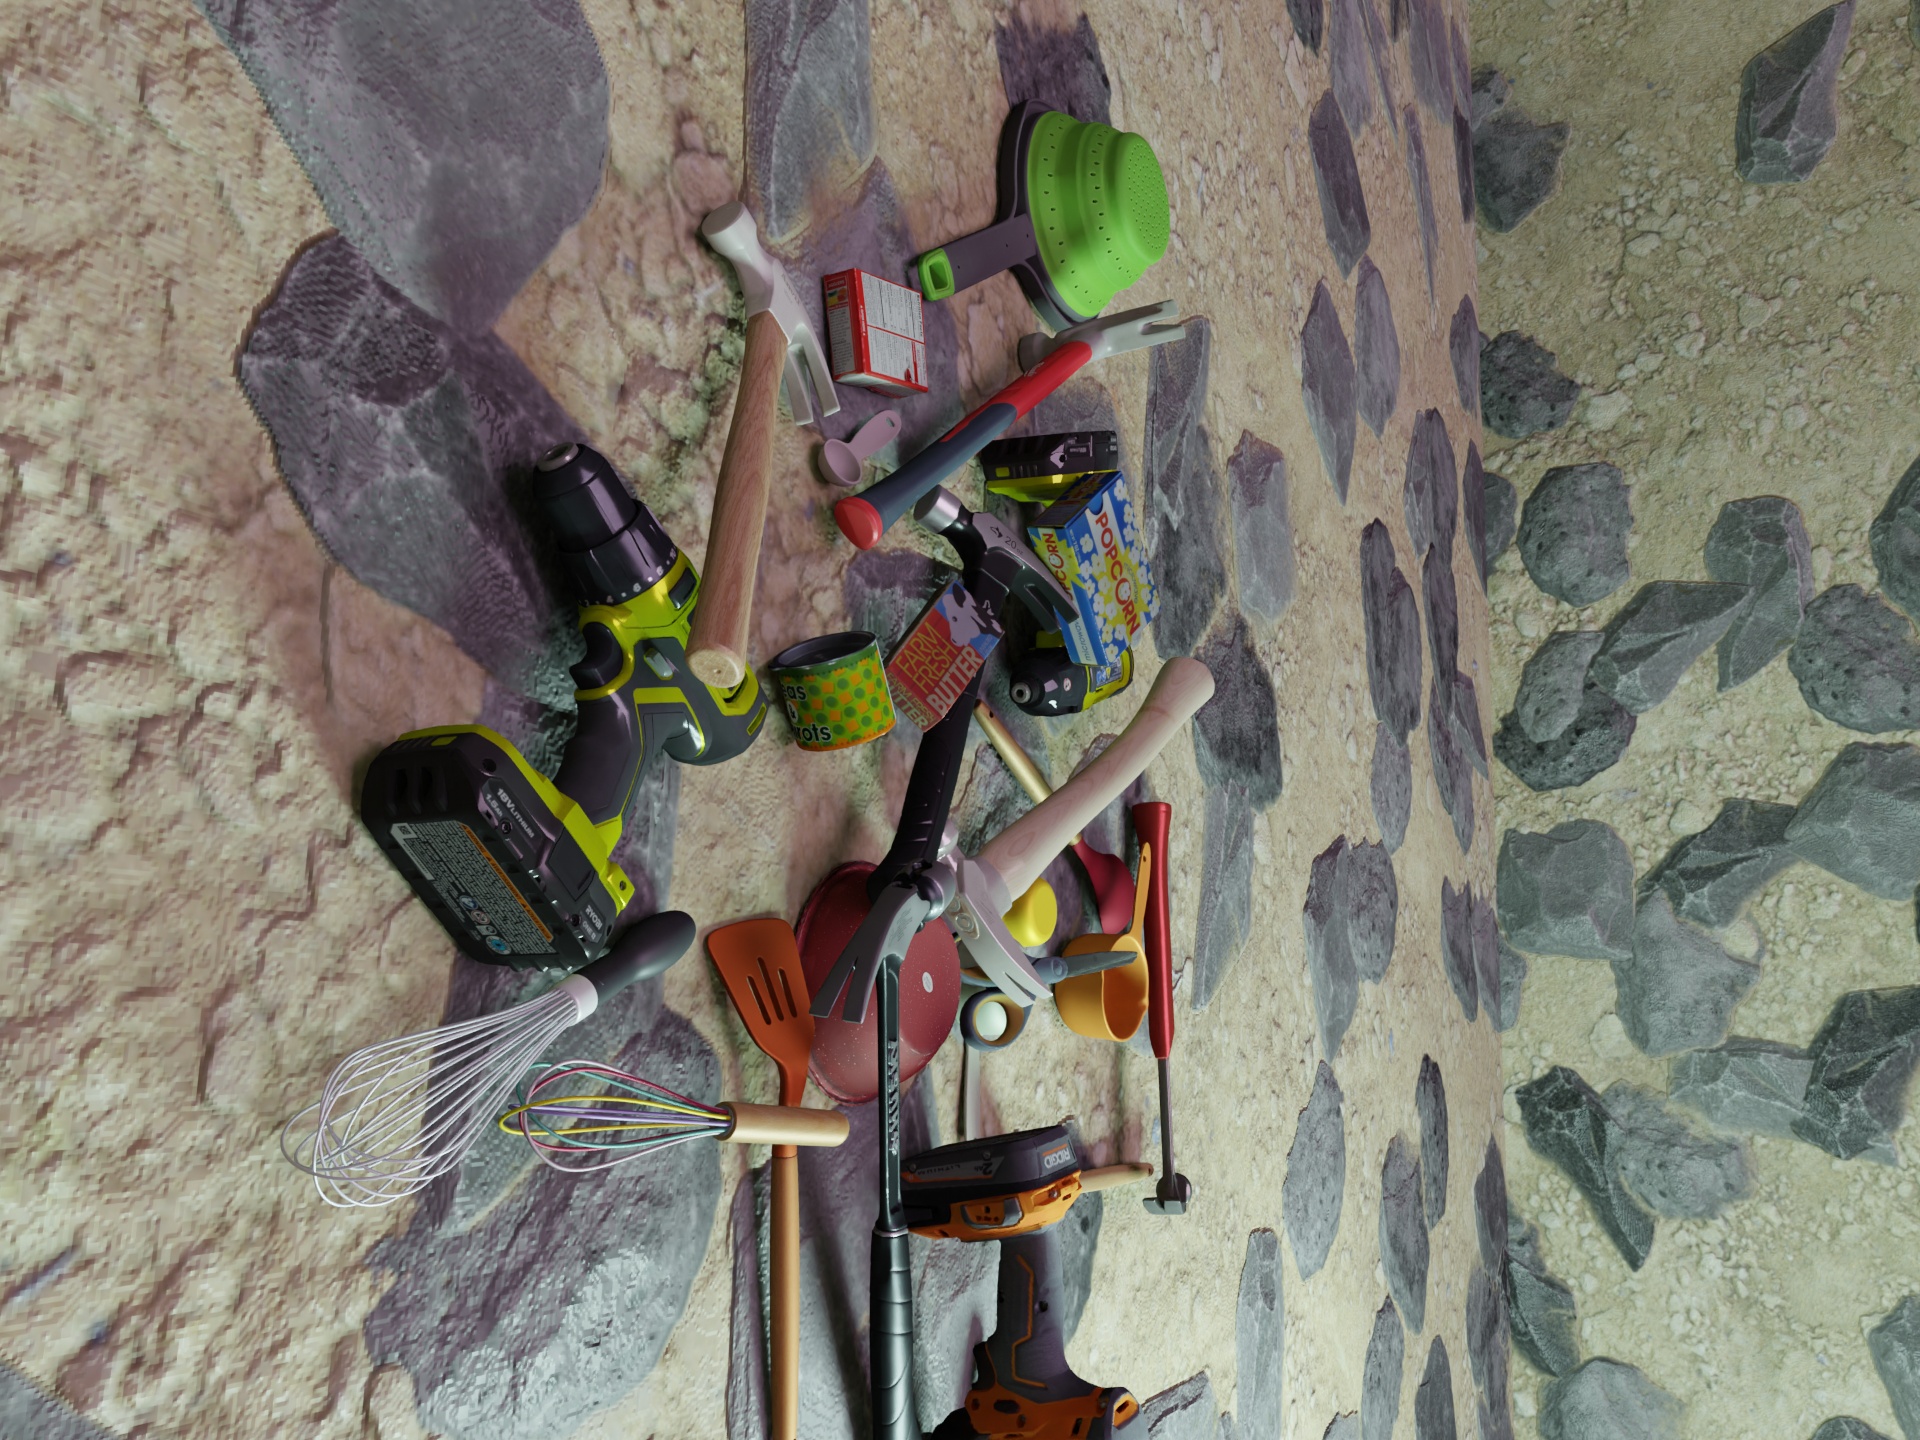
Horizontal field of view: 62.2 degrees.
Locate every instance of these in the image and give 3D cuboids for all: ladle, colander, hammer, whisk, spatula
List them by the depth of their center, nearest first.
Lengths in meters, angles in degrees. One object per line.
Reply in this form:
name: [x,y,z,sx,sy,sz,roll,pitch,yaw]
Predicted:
whisk: [-0.206,0.148,0.766,0.284,0.070,0.070,-32,114,-63]
whisk: [-0.146,0.214,0.853,0.244,0.051,0.047,22,106,-51]
hammer: [-0.119,-0.150,0.905,0.129,0.031,0.332,55,27,-44]
spatula: [-0.112,0.282,0.949,0.081,0.041,0.322,-1,92,-59]
hammer: [-0.043,0.297,0.967,0.149,0.036,0.408,-42,136,-64]
hammer: [-0.002,-0.003,1.093,0.146,0.035,0.335,35,50,-25]
hammer: [0.034,-0.224,1.172,0.386,0.143,0.038,-47,122,-47]
hammer: [0.112,0.059,1.253,0.146,0.038,0.411,56,41,-5]
ladle: [0.106,0.375,1.287,0.320,0.062,0.078,21,68,-61]
colander: [0.086,-0.408,1.310,0.397,0.094,0.204,-45,125,-53]
ladle: [0.082,0.082,1.313,0.315,0.031,0.069,53,42,-41]
hammer: [0.175,0.247,1.401,0.149,0.037,0.359,52,36,-70]

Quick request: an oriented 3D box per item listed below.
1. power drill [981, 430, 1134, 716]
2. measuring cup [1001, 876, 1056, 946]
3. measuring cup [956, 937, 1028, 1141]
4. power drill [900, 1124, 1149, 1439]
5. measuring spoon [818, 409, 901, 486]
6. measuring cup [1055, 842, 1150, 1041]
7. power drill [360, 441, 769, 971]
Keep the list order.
power drill: [0.079,-0.117,1.283,0.171,0.080,0.223,-20,107,-60]
measuring cup: [0.032,0.137,1.209,0.156,0.029,0.062,29,62,-58]
measuring cup: [0.024,0.240,1.174,0.083,0.038,0.168,27,61,-56]
power drill: [0.023,0.398,1.061,0.084,0.164,0.226,5,70,-60]
measuring spoon: [-0.069,-0.189,1.095,0.034,0.018,0.124,52,32,-11]
measuring cup: [0.124,0.183,1.339,0.095,0.052,0.174,44,51,-49]
power drill: [-0.192,-0.010,0.793,0.190,0.080,0.229,64,34,-34]
